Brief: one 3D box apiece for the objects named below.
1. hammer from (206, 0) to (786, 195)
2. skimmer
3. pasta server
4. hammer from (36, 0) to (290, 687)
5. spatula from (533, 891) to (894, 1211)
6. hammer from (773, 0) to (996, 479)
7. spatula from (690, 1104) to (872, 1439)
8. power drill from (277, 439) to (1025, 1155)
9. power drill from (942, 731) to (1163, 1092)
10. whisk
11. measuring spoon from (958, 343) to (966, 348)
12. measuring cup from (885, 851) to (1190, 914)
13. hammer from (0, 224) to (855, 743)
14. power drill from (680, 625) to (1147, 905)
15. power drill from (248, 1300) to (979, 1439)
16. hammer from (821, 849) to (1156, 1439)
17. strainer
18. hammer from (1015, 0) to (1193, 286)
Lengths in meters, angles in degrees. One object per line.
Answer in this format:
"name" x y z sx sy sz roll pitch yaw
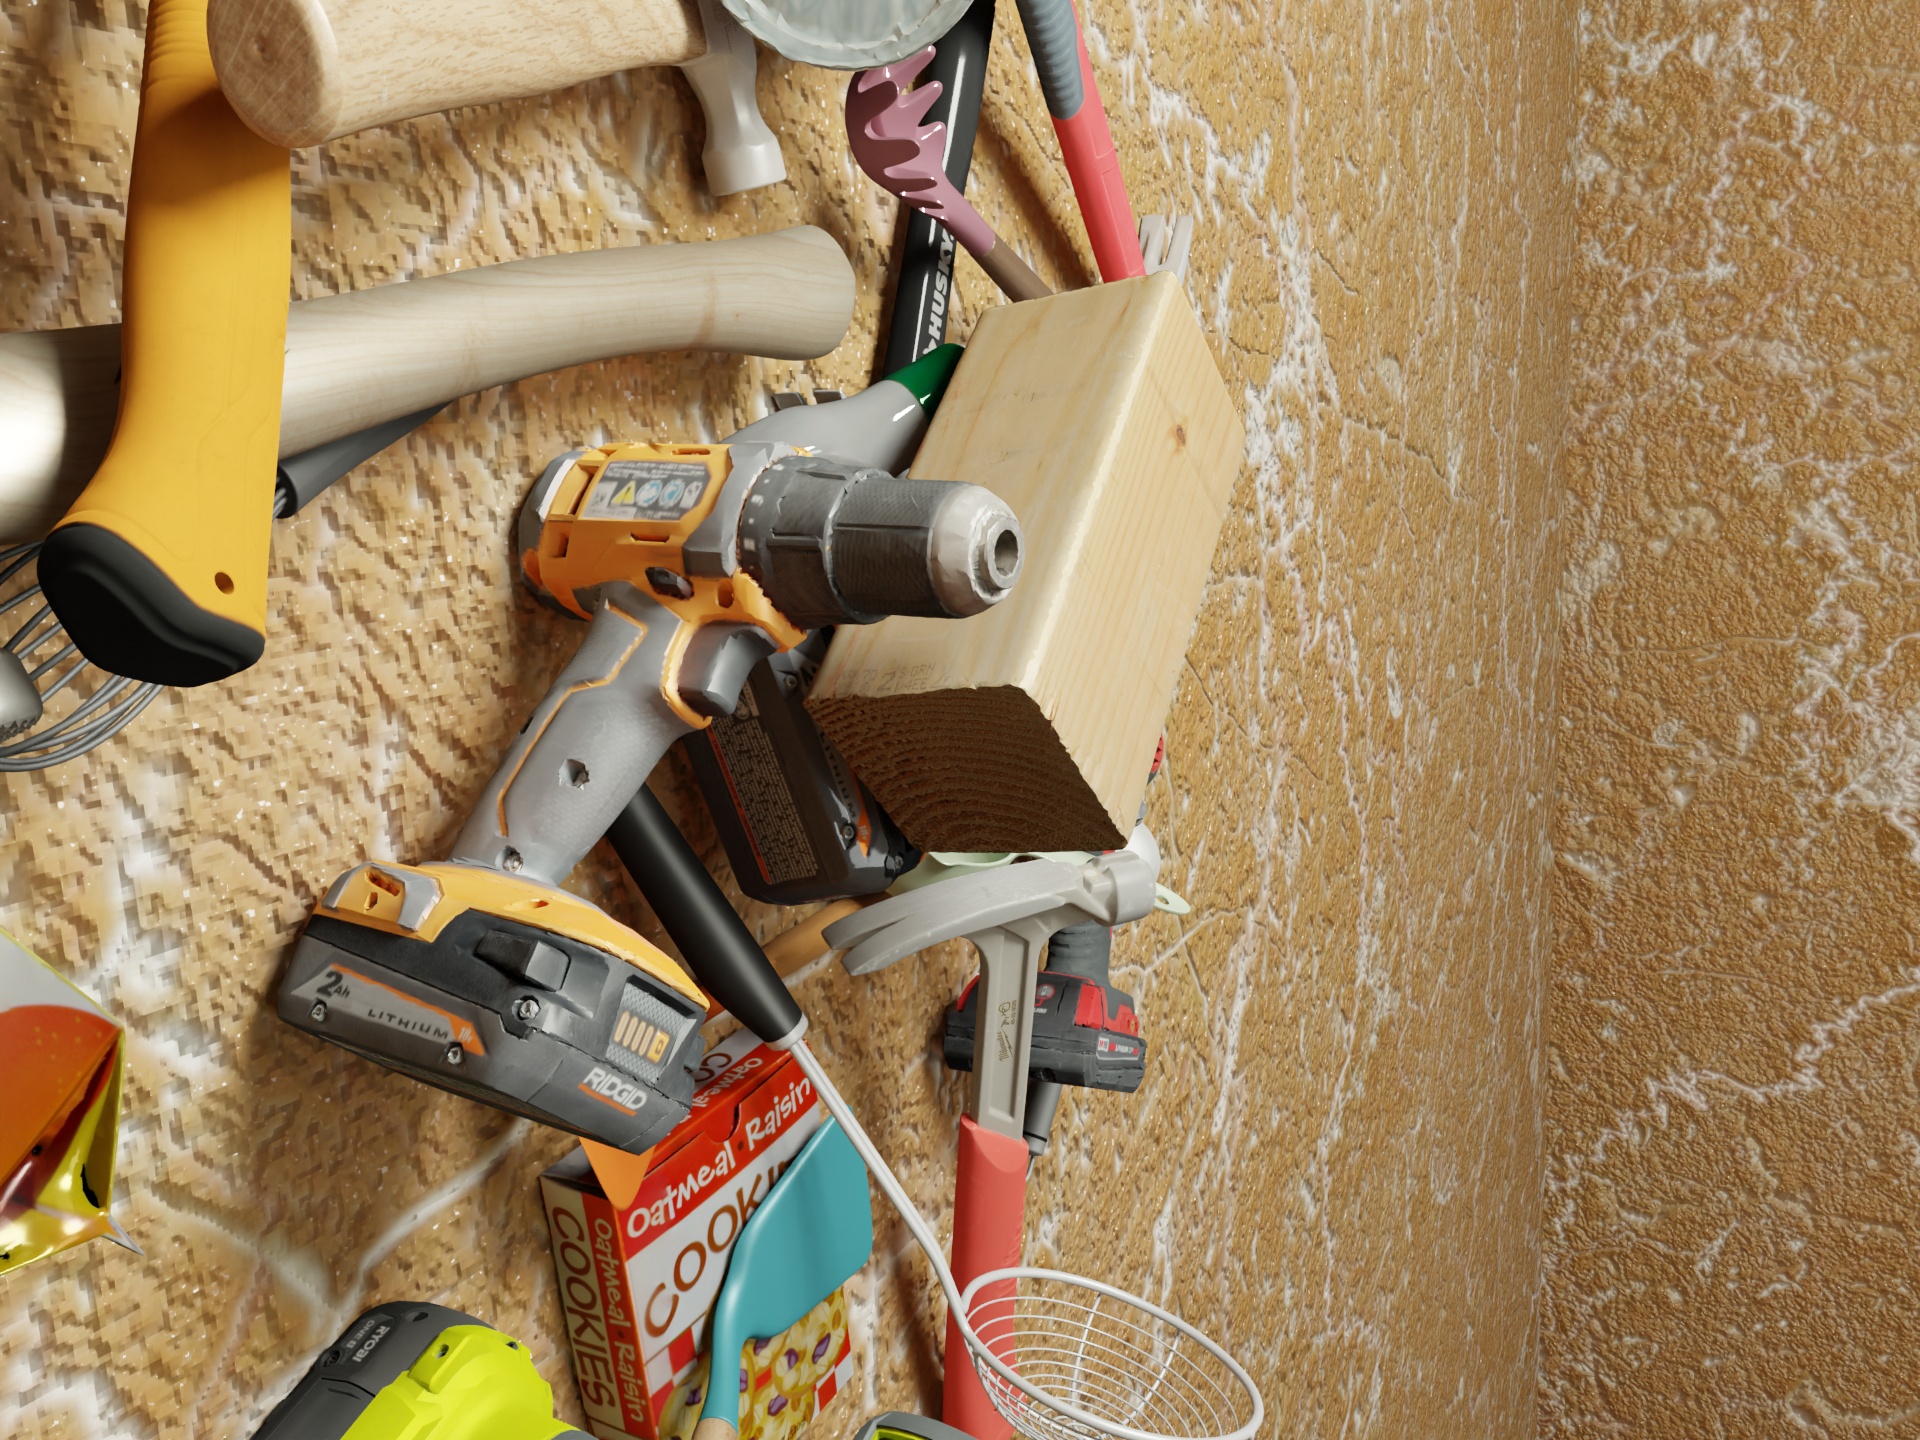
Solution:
"hammer" -0.116 -0.204 0.462 0.331 0.031 0.130 -72 152 -64
"skimmer" -0.010 0.152 0.620 0.363 0.090 0.127 57 -4 -12
"pasta server" 0.028 -0.213 0.742 0.316 0.040 0.060 25 61 -61
"hammer" -0.171 -0.167 0.380 0.127 0.034 0.337 28 52 -58
"spatula" -0.070 0.099 0.674 0.322 0.041 0.081 -26 93 -58
"hammer" -0.012 -0.256 0.739 0.146 0.035 0.335 20 76 -60
"spatula" -0.078 0.261 0.536 0.318 0.044 0.082 -76 162 -64
"power drill" -0.089 0.011 0.491 0.084 0.185 0.226 48 56 -49
"power drill" 0.050 0.074 0.834 0.187 0.080 0.227 34 61 -63
"whisk" -0.194 -0.066 0.440 0.239 0.055 0.055 -59 141 -46
"measuring spoon" 0.012 -0.129 0.810 0.034 0.018 0.124 -32 120 -54
"measuring cup" 0.027 0.072 0.743 0.083 0.167 0.038 -92 -153 -60
"hammer" -0.149 -0.120 0.460 0.411 0.038 0.146 -38 106 -57
"power drill" -0.001 -0.002 0.675 0.226 0.084 0.164 -26 98 -45
"power drill" -0.112 0.256 0.437 0.171 0.223 0.080 -51 135 -45
"hammer" 0.006 0.226 0.754 0.149 0.037 0.358 -12 123 -25
"strainer" 0.073 0.144 0.932 0.086 0.050 0.258 34 67 -39
"hammer" 0.061 -0.320 0.796 0.385 0.038 0.143 56 45 -60
